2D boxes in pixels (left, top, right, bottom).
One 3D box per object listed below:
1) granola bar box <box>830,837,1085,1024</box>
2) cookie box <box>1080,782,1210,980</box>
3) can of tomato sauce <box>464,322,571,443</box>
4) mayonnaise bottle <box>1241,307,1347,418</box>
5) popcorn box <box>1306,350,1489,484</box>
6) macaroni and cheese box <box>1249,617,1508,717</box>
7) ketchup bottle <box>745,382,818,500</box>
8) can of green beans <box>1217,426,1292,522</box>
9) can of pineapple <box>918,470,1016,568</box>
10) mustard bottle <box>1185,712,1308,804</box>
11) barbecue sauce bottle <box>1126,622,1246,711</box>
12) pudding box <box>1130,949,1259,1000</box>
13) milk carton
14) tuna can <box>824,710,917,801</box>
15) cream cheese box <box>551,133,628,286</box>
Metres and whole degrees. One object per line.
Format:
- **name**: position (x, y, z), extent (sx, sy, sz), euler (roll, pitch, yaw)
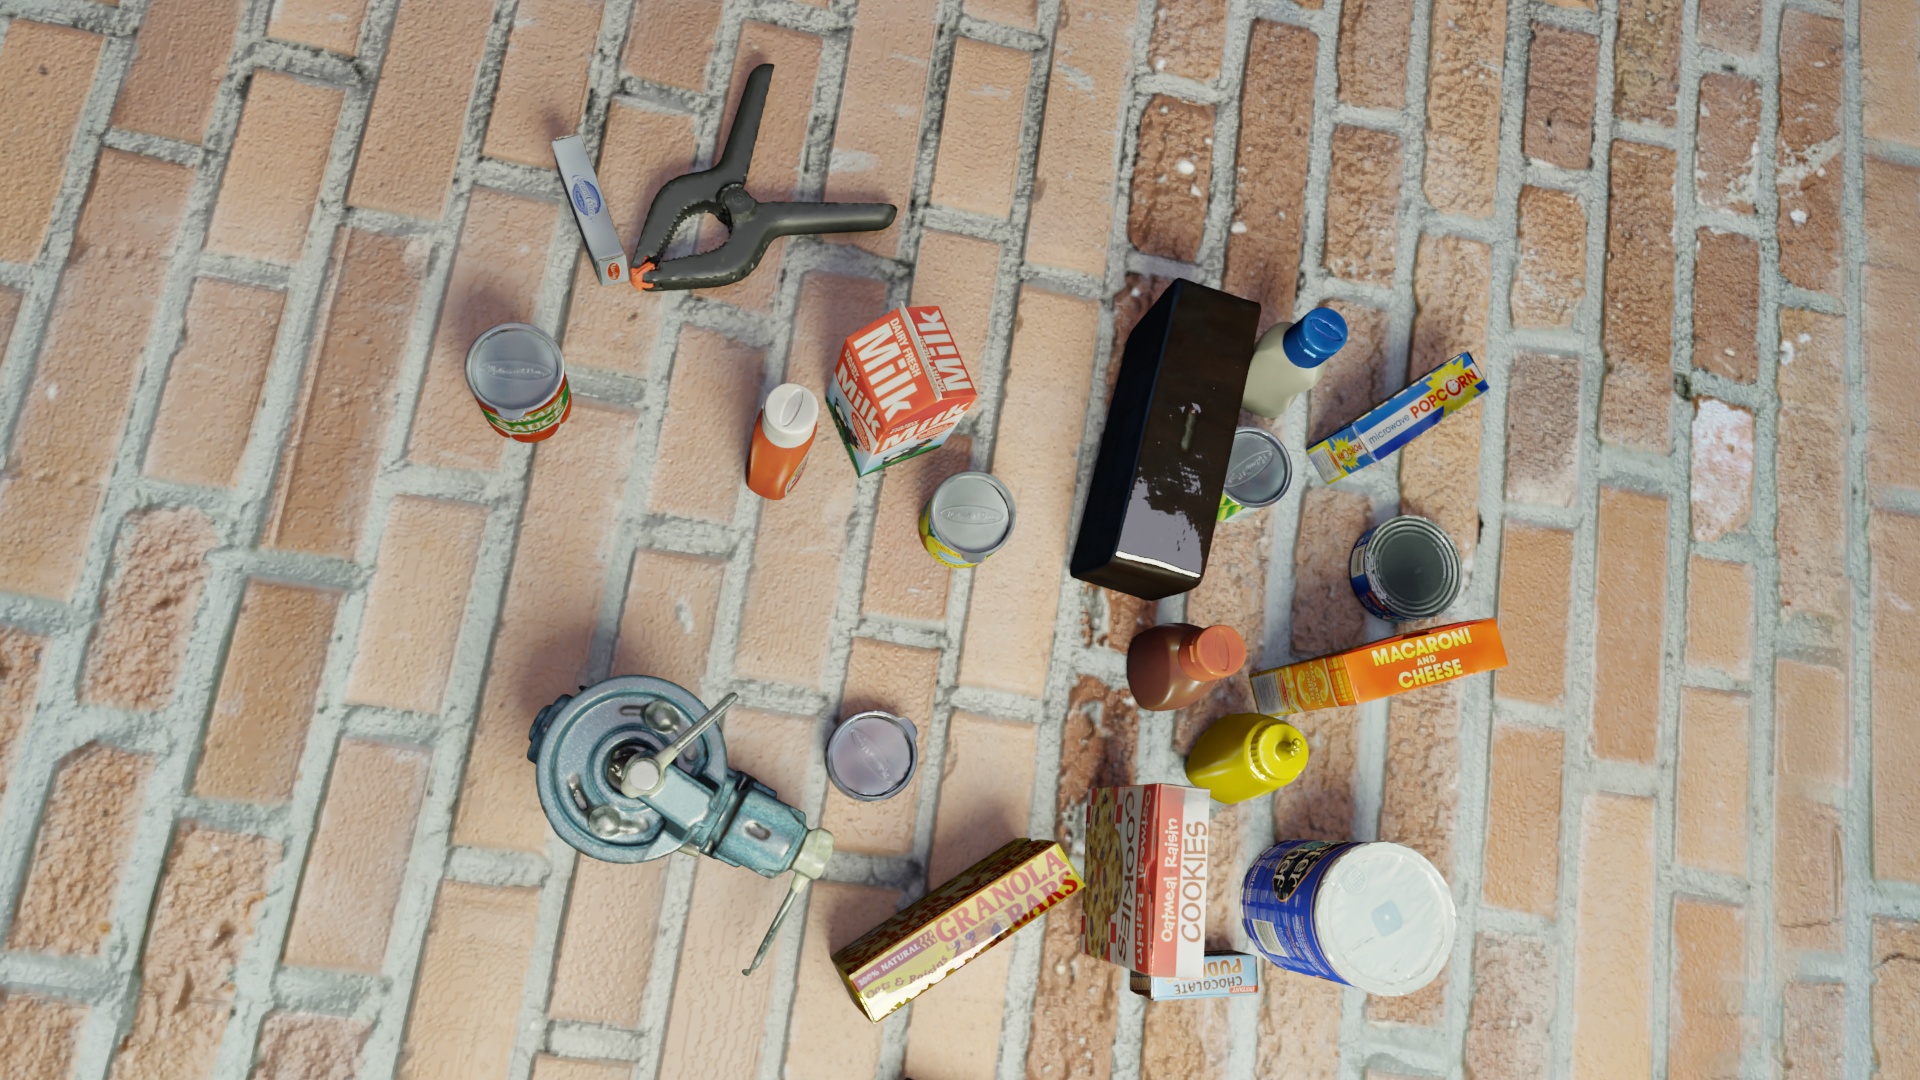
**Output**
- **granola bar box**: position (-0.006, 0.265, 0.963), extent (0.166, 0.124, 0.039), euler (-29, 86, -15)
- **cookie box**: position (0.125, 0.235, 0.973), extent (0.040, 0.167, 0.123), euler (6, 78, -10)
- **can of tomato sauce**: position (-0.316, -0.110, 1.002), extent (0.071, 0.083, 0.071), euler (2, 78, -11)
- **mayonnaise bottle**: position (0.255, -0.140, 1.088), extent (0.065, 0.147, 0.041), euler (33, 75, -3)
- **popcorn box**: position (0.355, -0.098, 1.131), extent (0.127, 0.085, 0.038), euler (-31, 86, -15)
- **macaroni and cheese box**: position (0.306, 0.097, 1.038), extent (0.124, 0.166, 0.040), euler (-12, 81, -13)
- **ketchup bottle**: position (-0.127, -0.074, 0.998), extent (0.043, 0.148, 0.065), euler (23, 75, -6)
- **can of green beans**: position (0.222, -0.052, 1.110), extent (0.071, 0.057, 0.071), euler (2, 78, -11)
- **can of pineapple**: position (0.004, -0.013, 1.058), extent (0.071, 0.057, 0.071), euler (2, 78, -11)
- **mustard bottle**: position (0.214, 0.157, 1.010), extent (0.049, 0.160, 0.065), euler (35, 75, -3)
- **barbecue sauce bottle**: position (0.164, 0.089, 1.021), extent (0.044, 0.148, 0.065), euler (-2, 79, -12)
- **pudding box**: position (0.172, 0.320, 1.025), extent (0.084, 0.049, 0.030), euler (1, 79, -11)
- **milk carton**: position (-0.043, -0.109, 1.000), extent (0.073, 0.190, 0.072), euler (-22, 84, -14)
- **tuna can**: position (-0.064, 0.157, 1.021), extent (0.071, 0.032, 0.071), euler (2, 78, -11)
- **cream cheese box**: position (-0.281, -0.250, 1.054), extent (0.024, 0.053, 0.104), euler (-20, 83, -14)
